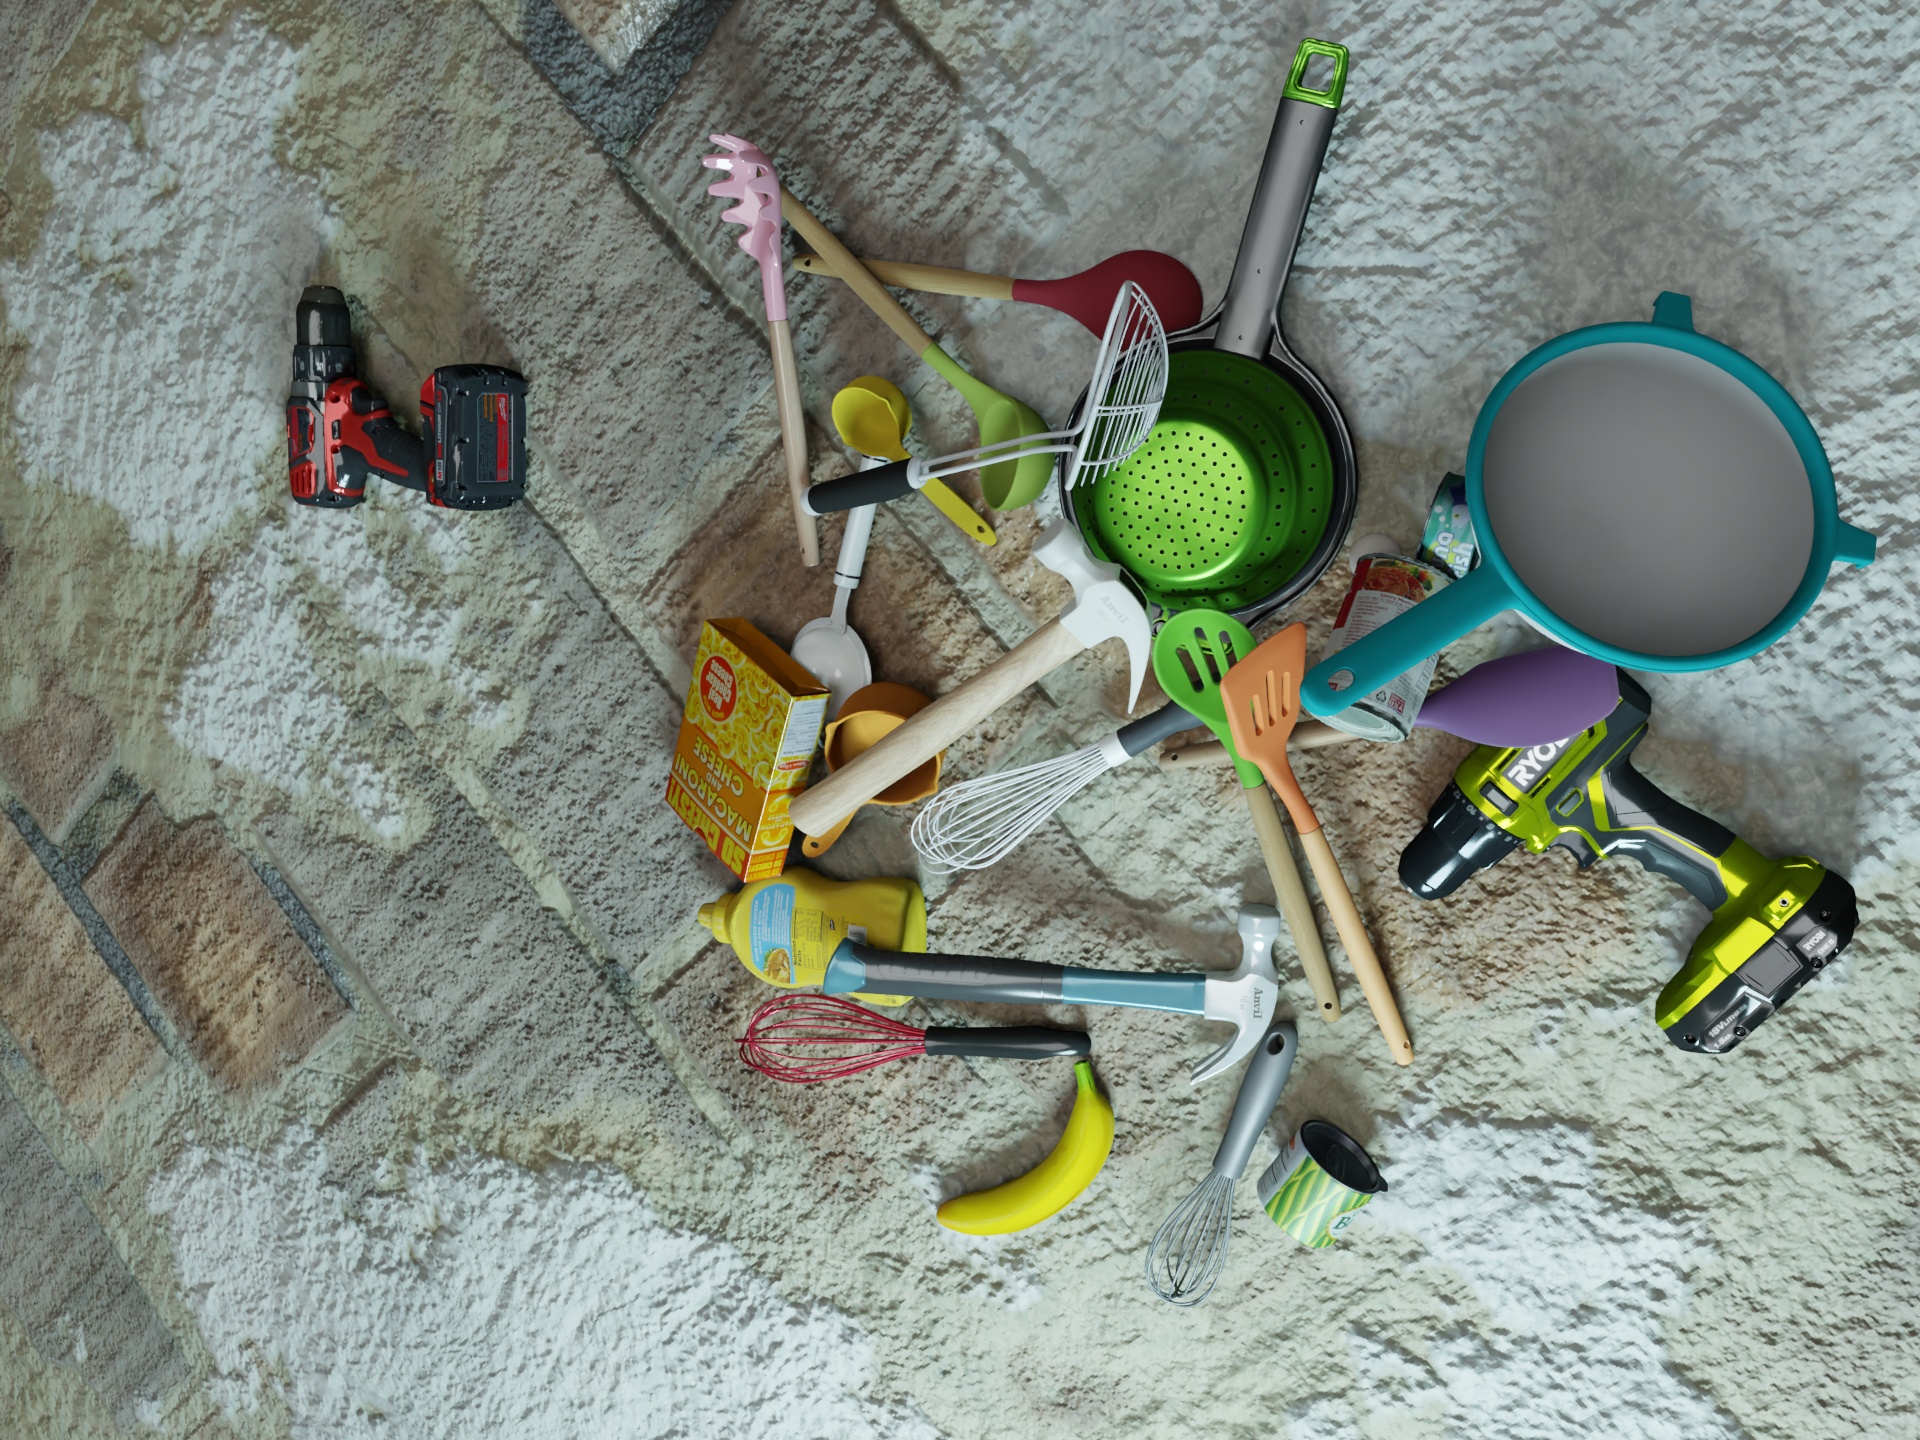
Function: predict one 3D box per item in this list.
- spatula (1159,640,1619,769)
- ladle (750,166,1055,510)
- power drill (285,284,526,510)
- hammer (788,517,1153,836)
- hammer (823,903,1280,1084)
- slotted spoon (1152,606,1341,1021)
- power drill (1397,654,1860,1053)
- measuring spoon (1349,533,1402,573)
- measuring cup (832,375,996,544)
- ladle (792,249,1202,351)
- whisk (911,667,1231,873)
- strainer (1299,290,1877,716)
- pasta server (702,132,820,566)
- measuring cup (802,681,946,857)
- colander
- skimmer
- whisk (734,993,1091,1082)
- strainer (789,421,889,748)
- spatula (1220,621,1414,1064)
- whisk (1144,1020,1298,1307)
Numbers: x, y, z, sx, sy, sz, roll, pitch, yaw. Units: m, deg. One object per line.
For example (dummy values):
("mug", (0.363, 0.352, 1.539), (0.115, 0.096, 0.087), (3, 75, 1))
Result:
("spatula", (0.266, 0.004, 1.034), (0.316, 0.018, 0.060), (-12, 74, 38))
("ladle", (-0.049, -0.277, 1.131), (0.320, 0.062, 0.078), (47, 147, 7))
("power drill", (-0.476, -0.266, 1.334), (0.227, 0.080, 0.188), (9, 102, 26))
("hammer", (-0.002, -0.004, 1.108), (0.130, 0.031, 0.331), (43, 124, -18))
("hammer", (0.061, 0.189, 1.152), (0.331, 0.033, 0.128), (2, 100, 12))
("slotted spoon", (0.204, 0.066, 1.075), (0.070, 0.031, 0.313), (-17, 104, 18))
("power drill", (0.406, 0.093, 0.989), (0.229, 0.080, 0.190), (43, 112, 15))
("measuring spoon", (0.269, -0.061, 1.055), (0.034, 0.018, 0.124), (8, 103, 23))
("measuring cup", (-0.026, -0.189, 1.156), (0.156, 0.029, 0.062), (43, 141, -11))
("ladle", (0.017, -0.309, 1.125), (0.315, 0.031, 0.069), (14, 106, 24))
("whisk", (0.084, 0.035, 1.139), (0.284, 0.070, 0.070), (-29, 86, 21))
("strainer", (0.332, -0.086, 0.922), (0.340, 0.095, 0.211), (-30, 79, -8))
("pasta server", (-0.137, -0.266, 1.168), (0.060, 0.040, 0.316), (19, 122, 50))
("measuring cup", (-0.074, 0.040, 1.212), (0.095, 0.052, 0.173), (31, 129, -10))
("colander", (0.168, -0.224, 1.009), (0.204, 0.094, 0.397), (19, 112, 14))
("skimmer", (-0.006, -0.190, 1.046), (0.363, 0.090, 0.127), (-6, 62, 46))
("whisk", (-0.041, 0.248, 1.235), (0.296, 0.073, 0.073), (-3, 98, 20))
("strainer", (-0.091, -0.100, 1.205), (0.087, 0.050, 0.258), (23, 105, 34))
("spatula", (0.244, 0.093, 1.047), (0.041, 0.081, 0.322), (-1, 118, 59))
("whisk", (0.191, 0.321, 1.148), (0.055, 0.055, 0.239), (25, 104, 19))
